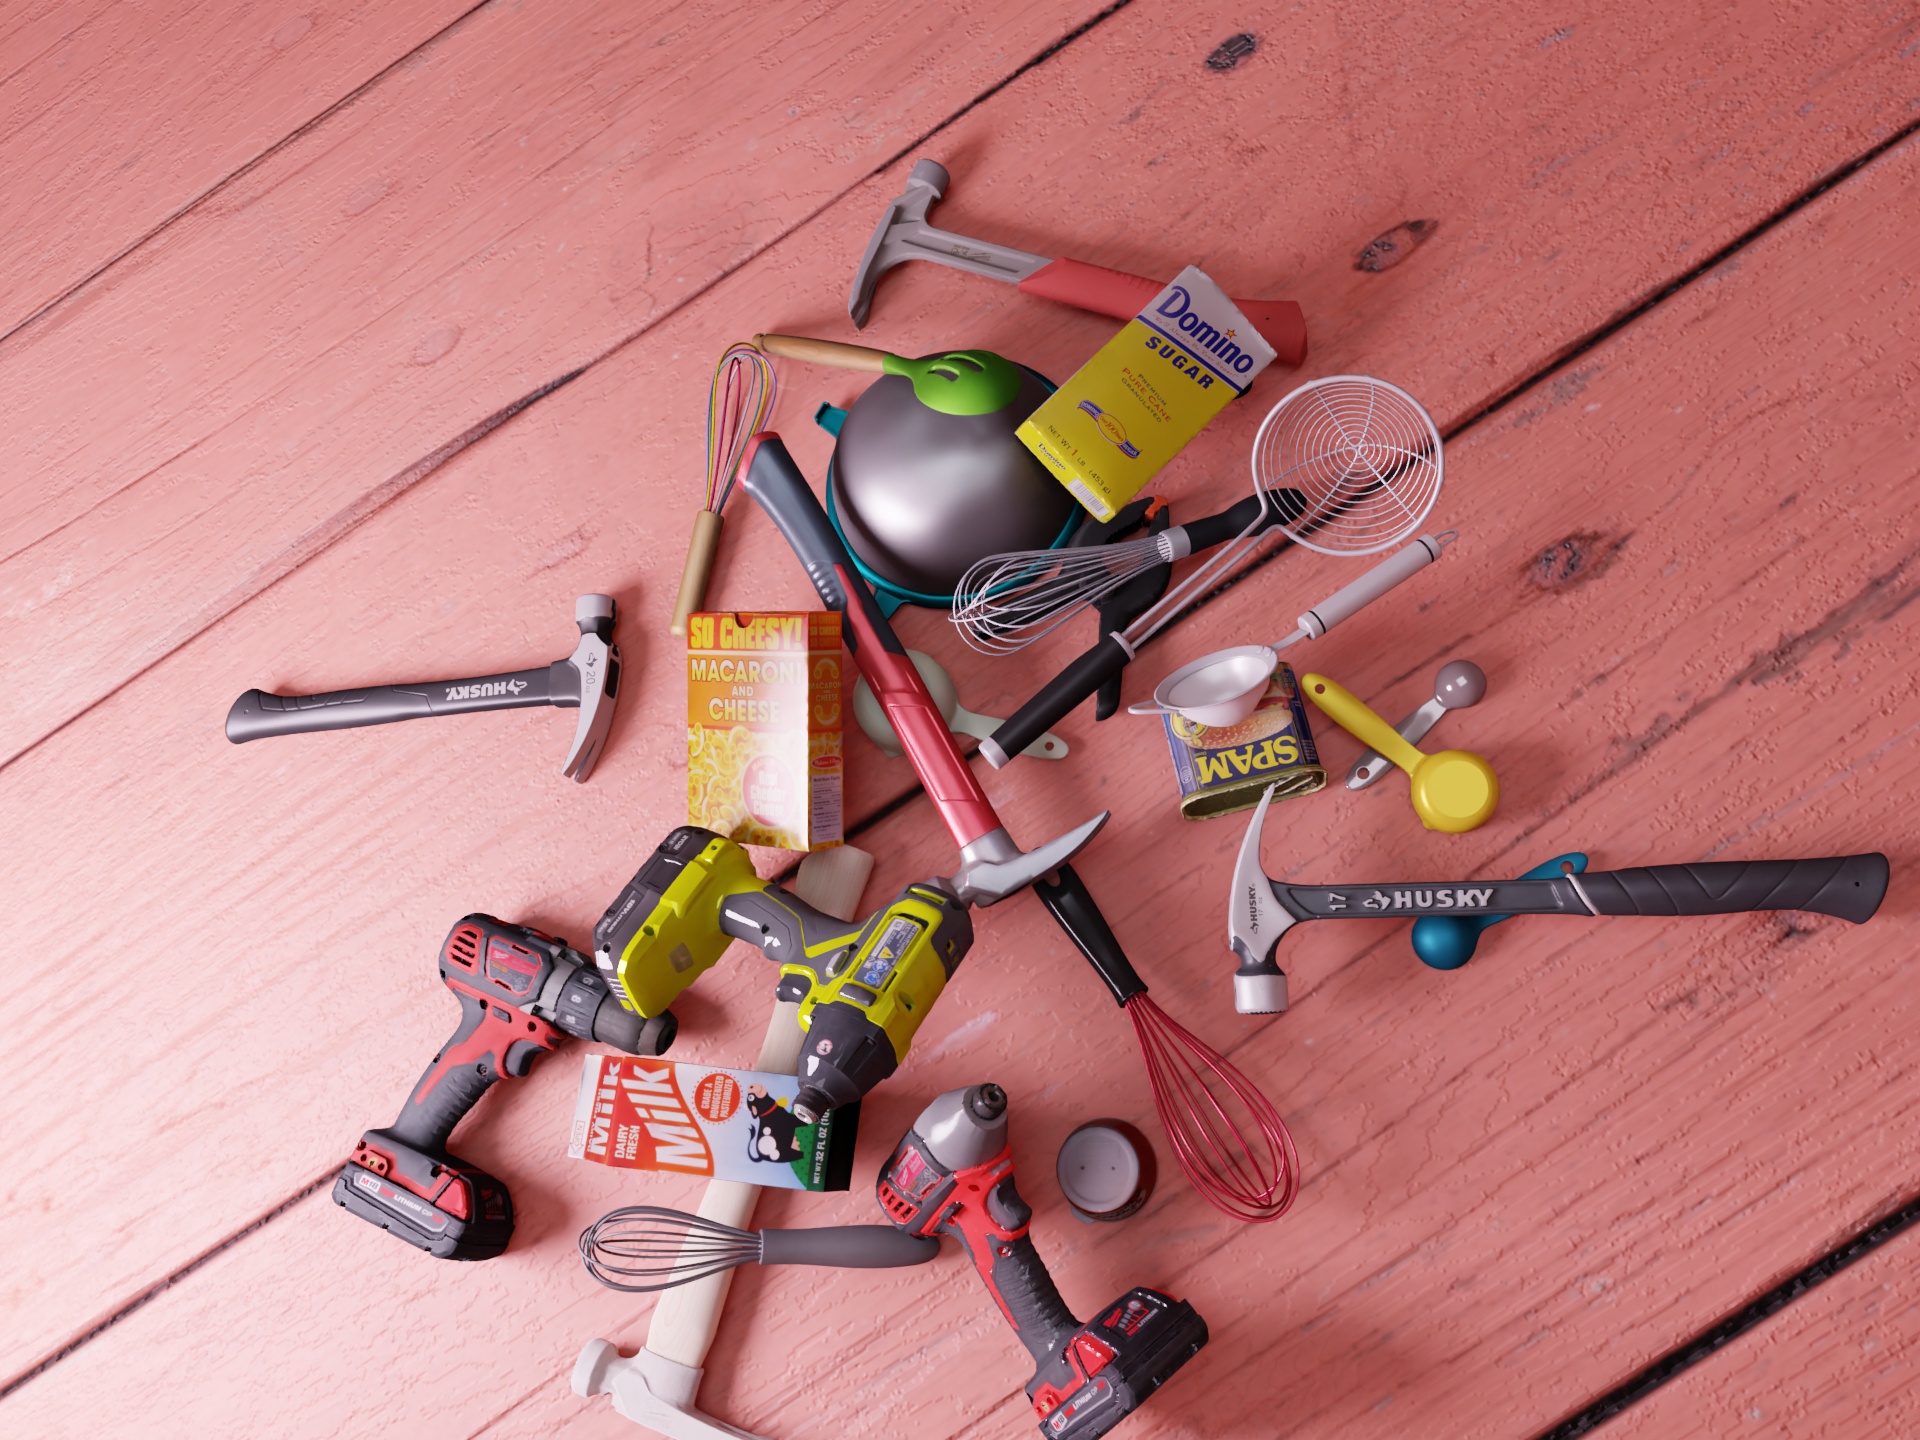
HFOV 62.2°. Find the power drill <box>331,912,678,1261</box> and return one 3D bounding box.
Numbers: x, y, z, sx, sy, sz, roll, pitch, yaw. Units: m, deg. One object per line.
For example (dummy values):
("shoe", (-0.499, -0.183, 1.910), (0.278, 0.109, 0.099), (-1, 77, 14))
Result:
("power drill", (-0.321, 0.267, 1.138), (0.188, 0.080, 0.227), (19, 76, 17))

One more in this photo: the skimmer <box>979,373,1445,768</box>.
("skimmer", (0.162, -0.089, 1.067), (0.363, 0.090, 0.127), (-40, 99, -5))

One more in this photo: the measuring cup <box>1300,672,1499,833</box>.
("measuring cup", (0.295, 0.017, 1.077), (0.156, 0.029, 0.062), (39, 92, 10))

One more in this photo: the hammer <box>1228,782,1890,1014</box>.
("hammer", (0.378, 0.108, 1.022), (0.409, 0.036, 0.149), (-3, 79, 6))

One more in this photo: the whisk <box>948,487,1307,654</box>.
("whisk", (0.122, -0.115, 1.122), (0.284, 0.070, 0.070), (-20, 69, -16))

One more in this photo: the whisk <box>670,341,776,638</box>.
("whisk", (-0.195, -0.184, 1.256), (0.051, 0.047, 0.245), (9, 80, 14))

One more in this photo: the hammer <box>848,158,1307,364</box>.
("hammer", (0.093, -0.329, 1.233), (0.359, 0.036, 0.149), (21, 80, 18))

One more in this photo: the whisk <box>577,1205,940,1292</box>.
("whisk", (-0.129, 0.346, 1.042), (0.239, 0.055, 0.055), (4, 73, -14))

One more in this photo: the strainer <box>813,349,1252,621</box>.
("strainer", (0.049, -0.216, 1.179), (0.340, 0.095, 0.211), (-18, 71, 9))

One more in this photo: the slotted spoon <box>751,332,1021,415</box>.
("slotted spoon", (-0.069, -0.268, 1.185), (0.070, 0.031, 0.314), (-38, 36, -24))

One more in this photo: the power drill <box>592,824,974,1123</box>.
("power drill", (-0.125, 0.163, 1.053), (0.223, 0.080, 0.171), (15, 51, 28))

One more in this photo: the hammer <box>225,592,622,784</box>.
("hammer", (-0.430, -0.010, 1.263), (0.335, 0.035, 0.146), (-6, 72, 11))

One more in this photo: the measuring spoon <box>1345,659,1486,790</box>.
("measuring spoon", (0.312, 0.004, 1.095), (0.124, 0.018, 0.034), (-43, 70, -1))

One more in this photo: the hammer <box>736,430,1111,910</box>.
("hammer", (-0.043, -0.052, 1.138), (0.143, 0.038, 0.386), (-30, 76, 2))

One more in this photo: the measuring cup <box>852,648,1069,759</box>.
("measuring cup", (-0.002, -0.004, 1.158), (0.168, 0.038, 0.083), (16, 79, 19))

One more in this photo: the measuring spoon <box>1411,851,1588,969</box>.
("measuring spoon", (0.357, 0.121, 1.048), (0.128, 0.021, 0.042), (-31, 70, 5))

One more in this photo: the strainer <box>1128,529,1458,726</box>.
("strainer", (0.230, -0.057, 1.065), (0.258, 0.087, 0.050), (-33, 111, -5))

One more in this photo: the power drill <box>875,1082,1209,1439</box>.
("power drill", (0.043, 0.334, 1.001), (0.220, 0.078, 0.143), (48, 133, 20))

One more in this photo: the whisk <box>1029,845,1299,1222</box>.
("whisk", (0.126, 0.202, 1.063), (0.073, 0.073, 0.296), (-35, 63, 1))

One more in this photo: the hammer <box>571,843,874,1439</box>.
("hammer", (-0.132, 0.286, 1.108), (0.146, 0.038, 0.411), (16, 78, 15))
